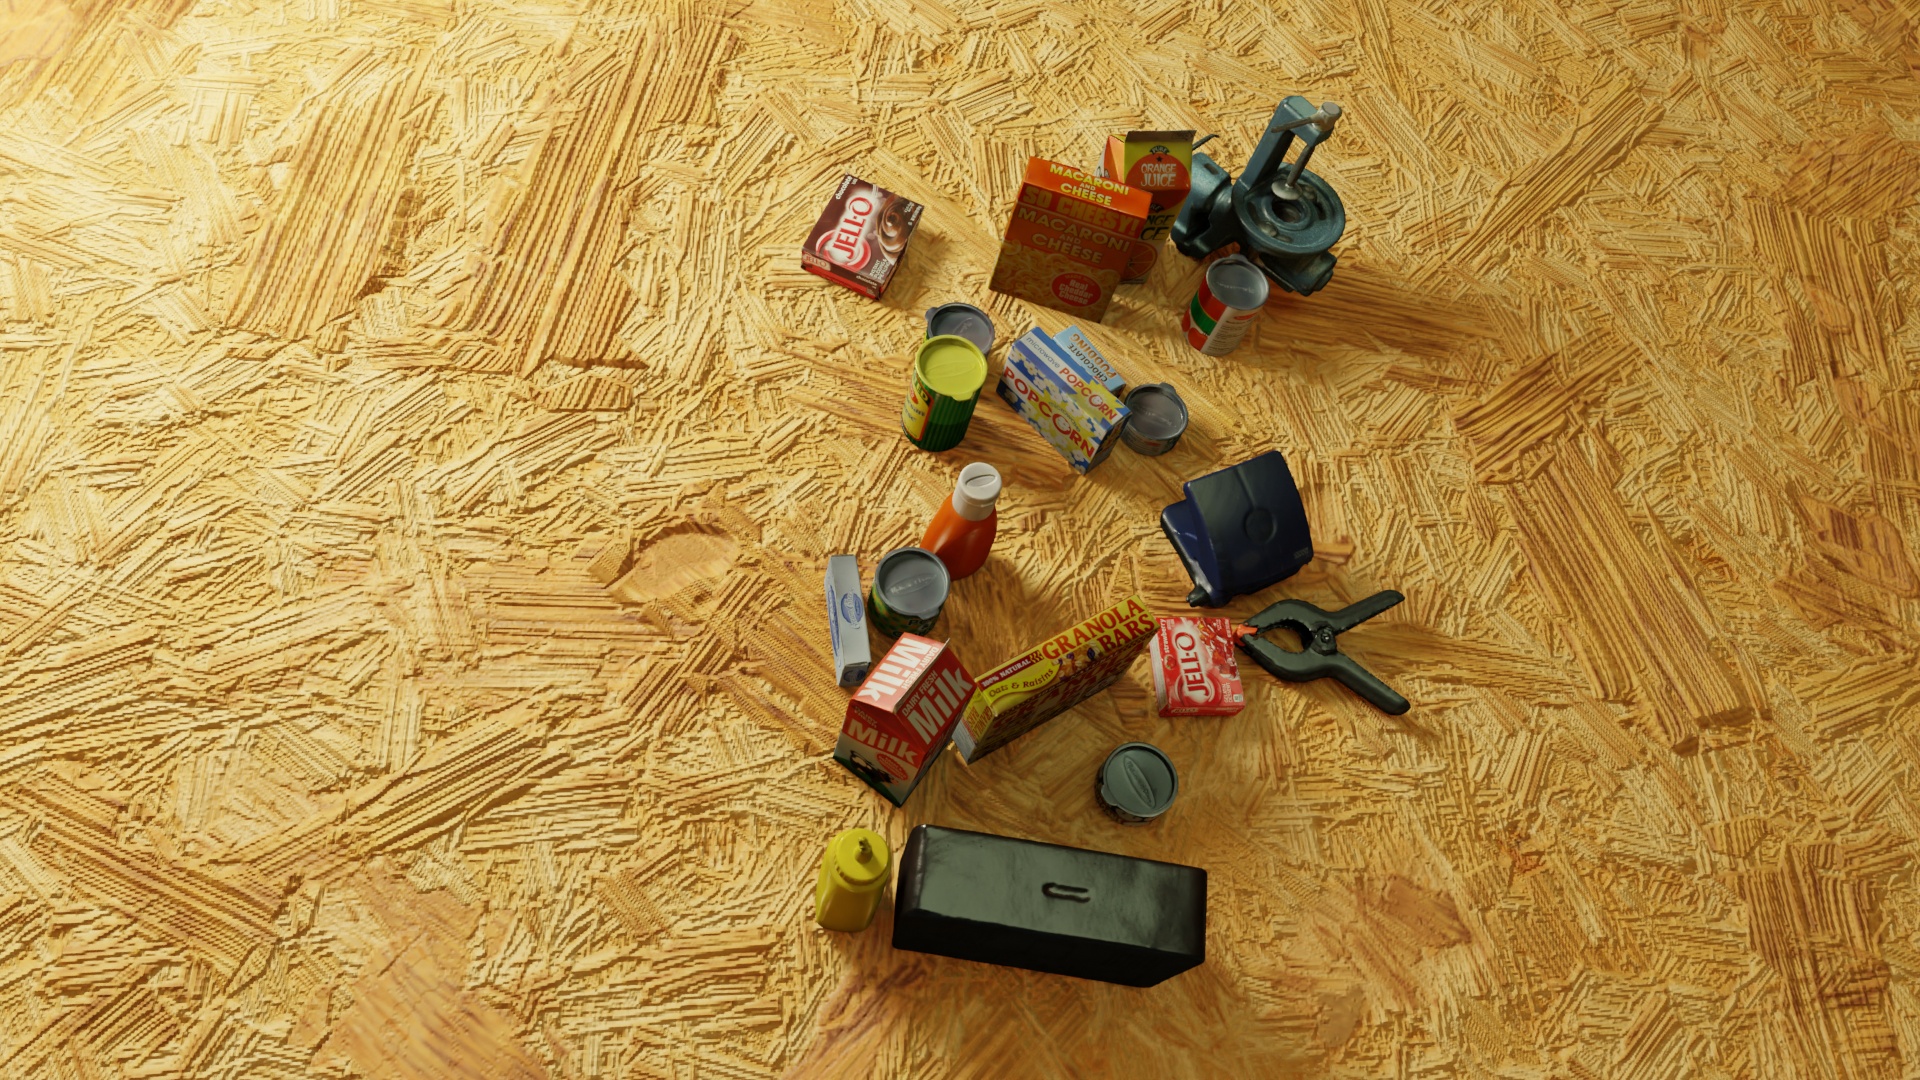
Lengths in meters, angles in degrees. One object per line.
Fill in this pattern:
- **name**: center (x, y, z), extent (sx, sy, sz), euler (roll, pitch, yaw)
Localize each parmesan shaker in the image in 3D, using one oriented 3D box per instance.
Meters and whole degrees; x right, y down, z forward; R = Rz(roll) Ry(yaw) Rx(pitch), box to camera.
- **parmesan shaker**: center (-0.016, -0.132, 1.291), extent (0.071, 0.102, 0.071), euler (5, 62, -9)

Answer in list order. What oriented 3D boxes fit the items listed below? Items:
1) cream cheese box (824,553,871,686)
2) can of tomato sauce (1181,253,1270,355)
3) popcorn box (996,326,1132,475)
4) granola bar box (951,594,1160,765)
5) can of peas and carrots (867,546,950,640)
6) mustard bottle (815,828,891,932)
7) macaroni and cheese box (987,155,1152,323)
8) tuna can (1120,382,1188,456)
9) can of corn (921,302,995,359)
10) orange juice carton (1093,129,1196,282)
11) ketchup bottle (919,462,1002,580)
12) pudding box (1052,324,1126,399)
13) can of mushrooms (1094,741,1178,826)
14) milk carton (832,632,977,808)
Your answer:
- **cream cheese box**: center (-0.098, 0.069, 1.196), extent (0.024, 0.053, 0.104), euler (-4, 63, -14)
- **can of tomato sauce**: center (0.269, -0.240, 1.420), extent (0.071, 0.082, 0.071), euler (5, 62, -9)
- **popcorn box**: center (0.096, -0.133, 1.326), extent (0.038, 0.084, 0.127), euler (-39, 76, -26)
- **granola bar box**: center (0.076, 0.117, 1.167), extent (0.166, 0.123, 0.039), euler (-26, 71, -23)
- **can of peas and carrots**: center (-0.045, 0.049, 1.215), extent (0.071, 0.058, 0.071), euler (5, 62, -9)
- **mustard bottle**: center (-0.079, 0.250, 1.043), extent (0.049, 0.159, 0.065), euler (9, 62, -7)
- **macaroni and cheese box**: center (0.104, -0.294, 1.366), extent (0.124, 0.165, 0.040), euler (17, 61, -3)
- **tuna can**: center (0.189, -0.121, 1.369), extent (0.071, 0.032, 0.071), euler (5, 62, -9)
- **can of corn**: center (-0.007, -0.189, 1.349), extent (0.071, 0.058, 0.071), euler (5, 62, -9)
- **orange juice carton**: center (0.174, -0.343, 1.392), extent (0.072, 0.191, 0.073), euler (-3, 64, -13)
- **ketchup bottle**: center (0.004, -0.015, 1.207), extent (0.065, 0.148, 0.043), euler (-15, 67, -19)
- **pudding box**: center (0.121, -0.166, 1.369), extent (0.030, 0.049, 0.084), euler (-32, 73, -24)
- **can of mushrooms**: center (0.147, 0.209, 1.185), extent (0.071, 0.033, 0.071), euler (5, 62, -9)
- **milk carton**: center (-0.044, 0.138, 1.092), extent (0.073, 0.189, 0.073), euler (35, 62, 8)
